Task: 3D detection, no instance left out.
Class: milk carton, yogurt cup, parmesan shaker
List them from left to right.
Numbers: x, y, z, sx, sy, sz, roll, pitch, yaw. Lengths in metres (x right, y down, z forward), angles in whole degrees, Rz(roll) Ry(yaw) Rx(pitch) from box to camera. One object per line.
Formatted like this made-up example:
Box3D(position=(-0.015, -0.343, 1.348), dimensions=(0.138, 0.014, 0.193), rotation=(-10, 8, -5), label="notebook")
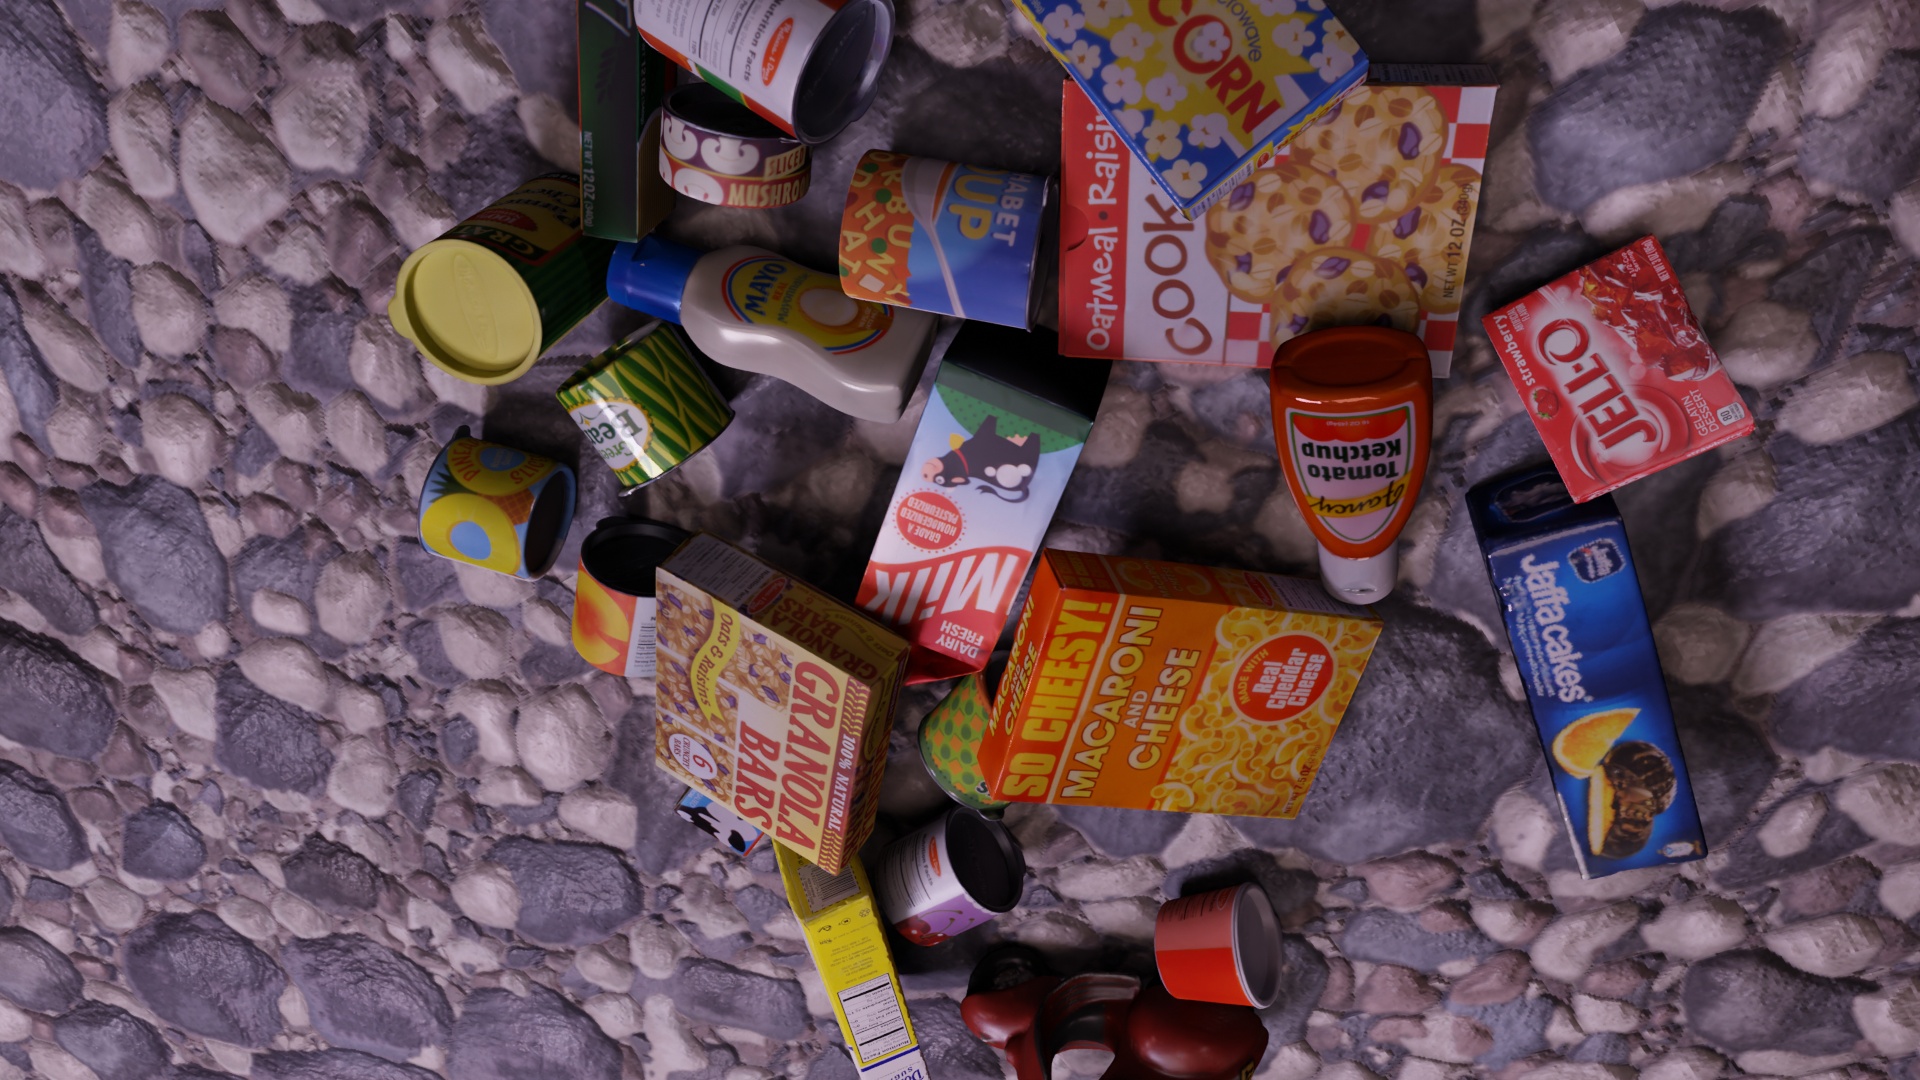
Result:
Box3D(position=(-0.201, -0.122, 0.632), dimensions=(0.071, 0.103, 0.071), rotation=(6, 122, 10), label="parmesan shaker")
Box3D(position=(0.002, -0.008, 0.671), dimensions=(0.073, 0.073, 0.189), rotation=(22, 123, 0), label="milk carton")
Box3D(position=(0.145, 0.230, 0.788), dimensions=(0.054, 0.073, 0.072), rotation=(-13, 117, 29), label="yogurt cup")

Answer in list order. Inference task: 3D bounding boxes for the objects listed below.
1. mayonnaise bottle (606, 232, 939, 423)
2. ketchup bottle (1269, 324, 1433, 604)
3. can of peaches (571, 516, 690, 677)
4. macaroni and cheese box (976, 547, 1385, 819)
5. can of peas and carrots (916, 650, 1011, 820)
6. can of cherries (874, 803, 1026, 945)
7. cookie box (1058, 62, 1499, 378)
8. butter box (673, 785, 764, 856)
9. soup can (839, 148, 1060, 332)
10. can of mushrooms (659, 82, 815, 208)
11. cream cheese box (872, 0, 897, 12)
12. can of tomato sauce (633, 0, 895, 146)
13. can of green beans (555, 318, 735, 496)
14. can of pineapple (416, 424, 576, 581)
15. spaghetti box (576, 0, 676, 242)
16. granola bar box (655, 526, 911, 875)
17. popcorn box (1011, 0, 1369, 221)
Box3D(position=(-0.088, -0.104, 0.641), dimensions=(0.148, 0.065, 0.041), rotation=(19, 150, 4), label="mayonnaise bottle")
Box3D(position=(0.173, -0.028, 0.610), dimensions=(0.065, 0.044, 0.148), rotation=(-1, 143, 17), label="ketchup bottle")
Box3D(position=(-0.173, 0.030, 0.741), dimensions=(0.071, 0.071, 0.057), rotation=(18, 123, 2), label="can of peaches")
Box3D(position=(0.104, 0.072, 0.673), dimensions=(0.167, 0.040, 0.123), rotation=(7, 117, -18), label="macaroni and cheese box")
Box3D(position=(0.021, 0.102, 0.735), dimensions=(0.071, 0.071, 0.058), rotation=(36, 121, -9), label="can of peas and carrots")
Box3D(position=(-0.005, 0.193, 0.800), dimensions=(0.058, 0.072, 0.071), rotation=(-34, 108, 28), label="can of cherries")
Box3D(position=(0.127, -0.135, 0.584), dimensions=(0.167, 0.040, 0.122), rotation=(5, 122, 11), label="cookie box")
Box3D(position=(-0.123, 0.139, 0.818), dimensions=(0.053, 0.024, 0.103), rotation=(34, 122, -7), label="butter box")
Box3D(position=(-0.004, -0.133, 0.600), dimensions=(0.084, 0.072, 0.071), rotation=(11, 123, 7), label="soup can")
Box3D(position=(-0.094, -0.170, 0.599), dimensions=(0.071, 0.071, 0.033), rotation=(15, 124, 4), label="can of mushrooms")
Box3D(position=(-0.045, -0.270, 0.553), dimensions=(0.053, 0.024, 0.103), rotation=(-33, 108, 29), label="cream cheese box")
Box3D(position=(-0.078, -0.210, 0.563), dimensions=(0.083, 0.071, 0.070), rotation=(34, 124, 12), label="can of tomato sauce")
Box3D(position=(-0.153, -0.067, 0.676), dimensions=(0.071, 0.071, 0.057), rotation=(-24, 112, 25), label="can of green beans")
Box3D(position=(-0.241, -0.018, 0.727), dimensions=(0.058, 0.071, 0.070), rotation=(15, 123, 4), label="can of pineapple")
Box3D(position=(-0.137, -0.249, 0.573), dimensions=(0.029, 0.050, 0.248), rotation=(11, 122, 4), label="spaghetti box")
Box3D(position=(-0.096, 0.086, 0.712), dimensions=(0.124, 0.039, 0.164), rotation=(28, 137, 15), label="granola bar box")
Box3D(position=(0.081, -0.197, 0.524), dimensions=(0.085, 0.038, 0.127), rotation=(-38, 86, 12), label="popcorn box")
